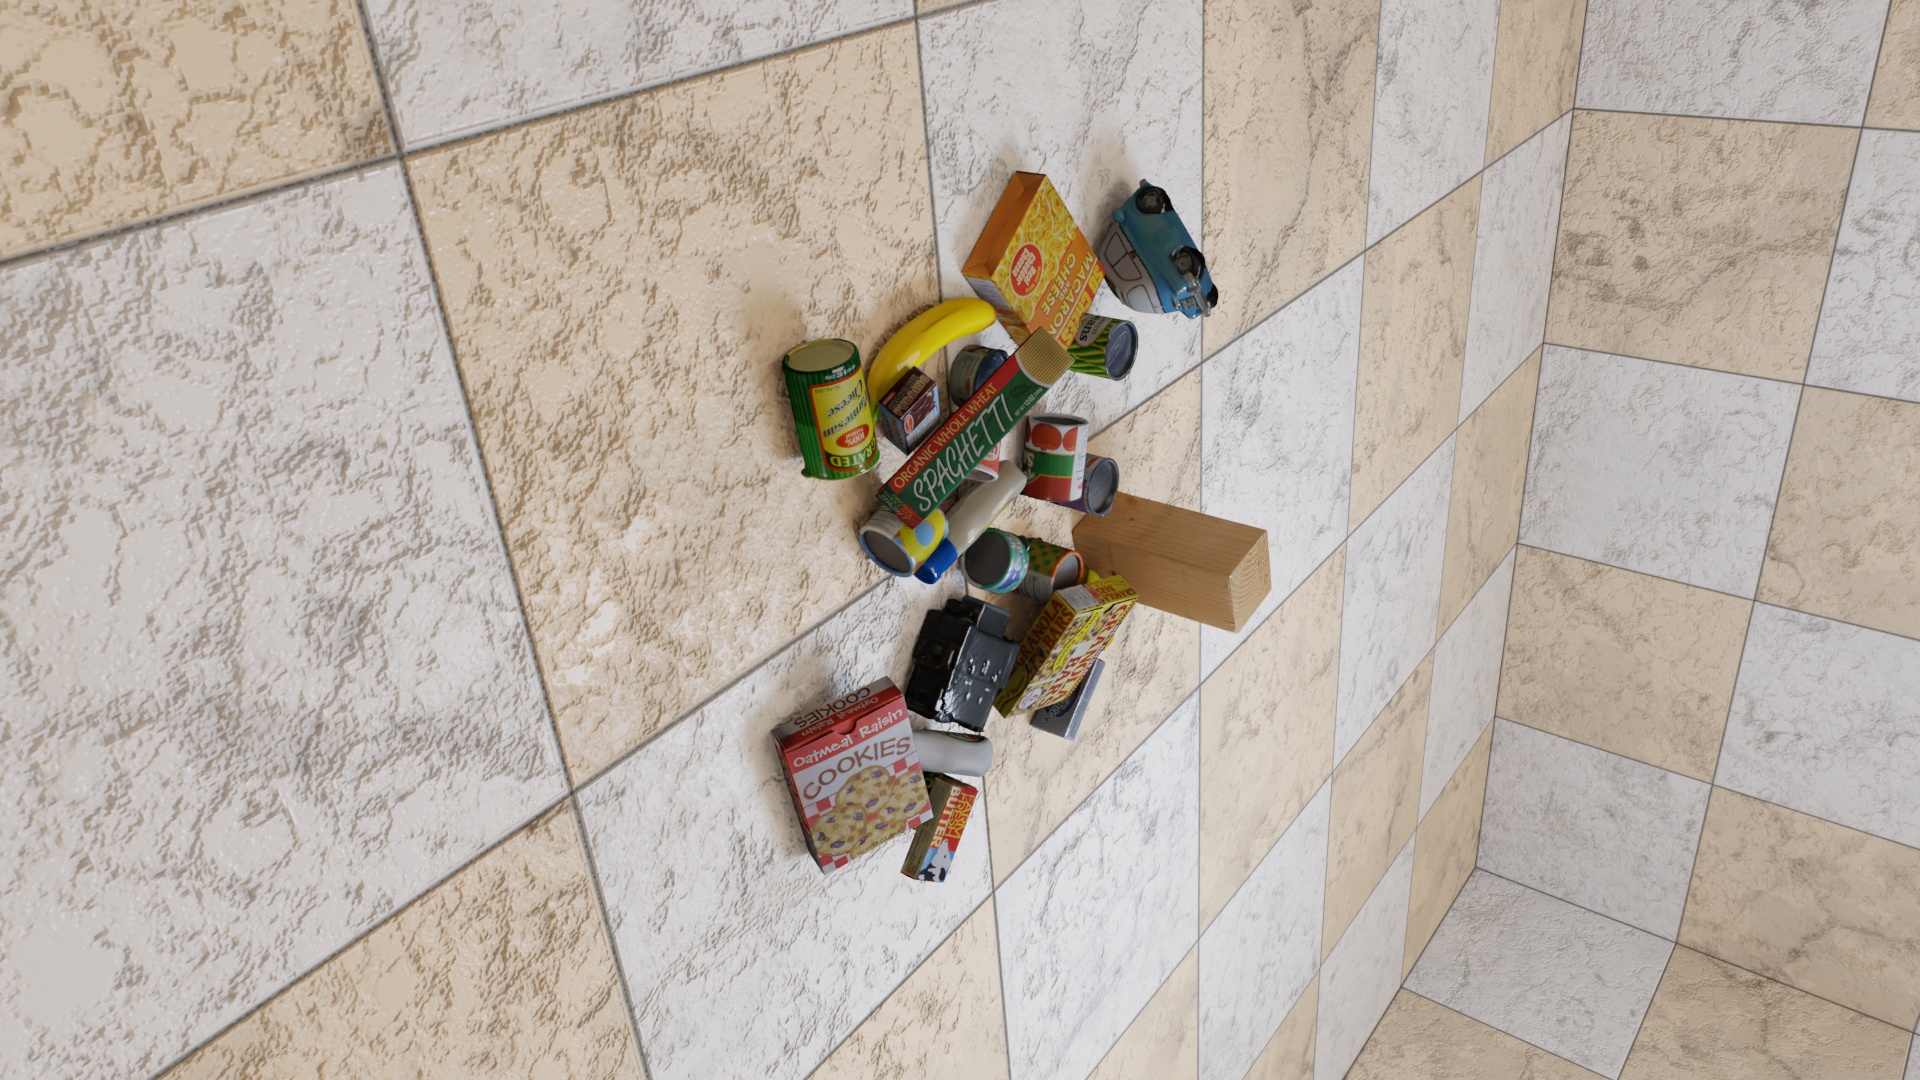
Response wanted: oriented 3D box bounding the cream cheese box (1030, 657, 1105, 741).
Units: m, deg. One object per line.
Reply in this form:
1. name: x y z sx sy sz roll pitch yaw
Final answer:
1. cream cheese box: 0.127 0.181 1.640 0.024 0.053 0.104 36 74 -52

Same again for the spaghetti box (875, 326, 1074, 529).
1. spaghetti box: 0.018 -0.109 1.308 0.050 0.028 0.251 45 61 -5

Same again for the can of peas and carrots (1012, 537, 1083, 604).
1. can of peas and carrots: 0.096 0.034 1.530 0.071 0.059 0.070 -28 126 -46

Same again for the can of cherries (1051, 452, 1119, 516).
1. can of cherries: 0.135 -0.063 1.544 0.072 0.058 0.071 -27 125 -48

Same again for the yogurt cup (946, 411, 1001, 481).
1. yogurt cup: 0.009 -0.092 1.353 0.072 0.072 0.054 27 73 -55

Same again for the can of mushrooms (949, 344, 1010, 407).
1. can of mushrooms: 0.022 -0.158 1.369 0.071 0.033 0.070 -26 123 -47

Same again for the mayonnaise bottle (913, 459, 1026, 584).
1. mayonnaise bottle: 0.005 -0.017 1.382 0.041 0.064 0.149 44 61 -3

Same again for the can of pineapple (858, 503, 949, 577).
1. can of pineapple: -0.052 -0.006 1.299 0.058 0.071 0.070 -50 139 -29

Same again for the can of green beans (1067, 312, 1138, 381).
1. can of green beans: 0.151 -0.210 1.504 0.071 0.058 0.071 -27 125 -46

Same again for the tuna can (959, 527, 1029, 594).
1. tuna can: 0.036 0.019 1.431 0.033 0.071 0.071 17 90 -55

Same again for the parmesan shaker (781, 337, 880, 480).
1. parmesan shaker: -0.112 -0.110 1.175 0.072 0.071 0.102 -40 134 -38

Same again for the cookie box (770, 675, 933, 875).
1. cookie box: -0.099 0.223 1.316 0.123 0.040 0.166 -25 127 -19

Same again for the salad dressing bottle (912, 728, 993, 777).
1. salad dressing bottle: -0.033 0.212 1.411 0.148 0.064 0.044 15 83 -41

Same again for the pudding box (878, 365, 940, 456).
1. pudding box: -0.045 -0.117 1.261 0.050 0.030 0.083 -47 165 -13

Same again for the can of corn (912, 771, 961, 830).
1. can of corn: -0.038 0.268 1.442 0.071 0.058 0.071 -27 125 -46

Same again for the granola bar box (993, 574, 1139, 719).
1. granola bar box: 0.114 0.119 1.541 0.124 0.039 0.164 -10 139 -49

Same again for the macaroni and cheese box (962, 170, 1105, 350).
1. macaroni and cheese box: 0.078 -0.268 1.394 0.166 0.040 0.124 44 69 -52

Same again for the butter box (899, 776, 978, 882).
1. butter box: -0.021 0.292 1.401 0.053 0.024 0.103 28 81 -54

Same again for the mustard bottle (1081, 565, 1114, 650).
1. mustard bottle: 0.150 0.088 1.636 0.065 0.049 0.159 -53 141 -17

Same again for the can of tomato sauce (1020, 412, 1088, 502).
1. can of tomato sauce: 0.098 -0.089 1.477 0.071 0.071 0.082 -16 116 -51
